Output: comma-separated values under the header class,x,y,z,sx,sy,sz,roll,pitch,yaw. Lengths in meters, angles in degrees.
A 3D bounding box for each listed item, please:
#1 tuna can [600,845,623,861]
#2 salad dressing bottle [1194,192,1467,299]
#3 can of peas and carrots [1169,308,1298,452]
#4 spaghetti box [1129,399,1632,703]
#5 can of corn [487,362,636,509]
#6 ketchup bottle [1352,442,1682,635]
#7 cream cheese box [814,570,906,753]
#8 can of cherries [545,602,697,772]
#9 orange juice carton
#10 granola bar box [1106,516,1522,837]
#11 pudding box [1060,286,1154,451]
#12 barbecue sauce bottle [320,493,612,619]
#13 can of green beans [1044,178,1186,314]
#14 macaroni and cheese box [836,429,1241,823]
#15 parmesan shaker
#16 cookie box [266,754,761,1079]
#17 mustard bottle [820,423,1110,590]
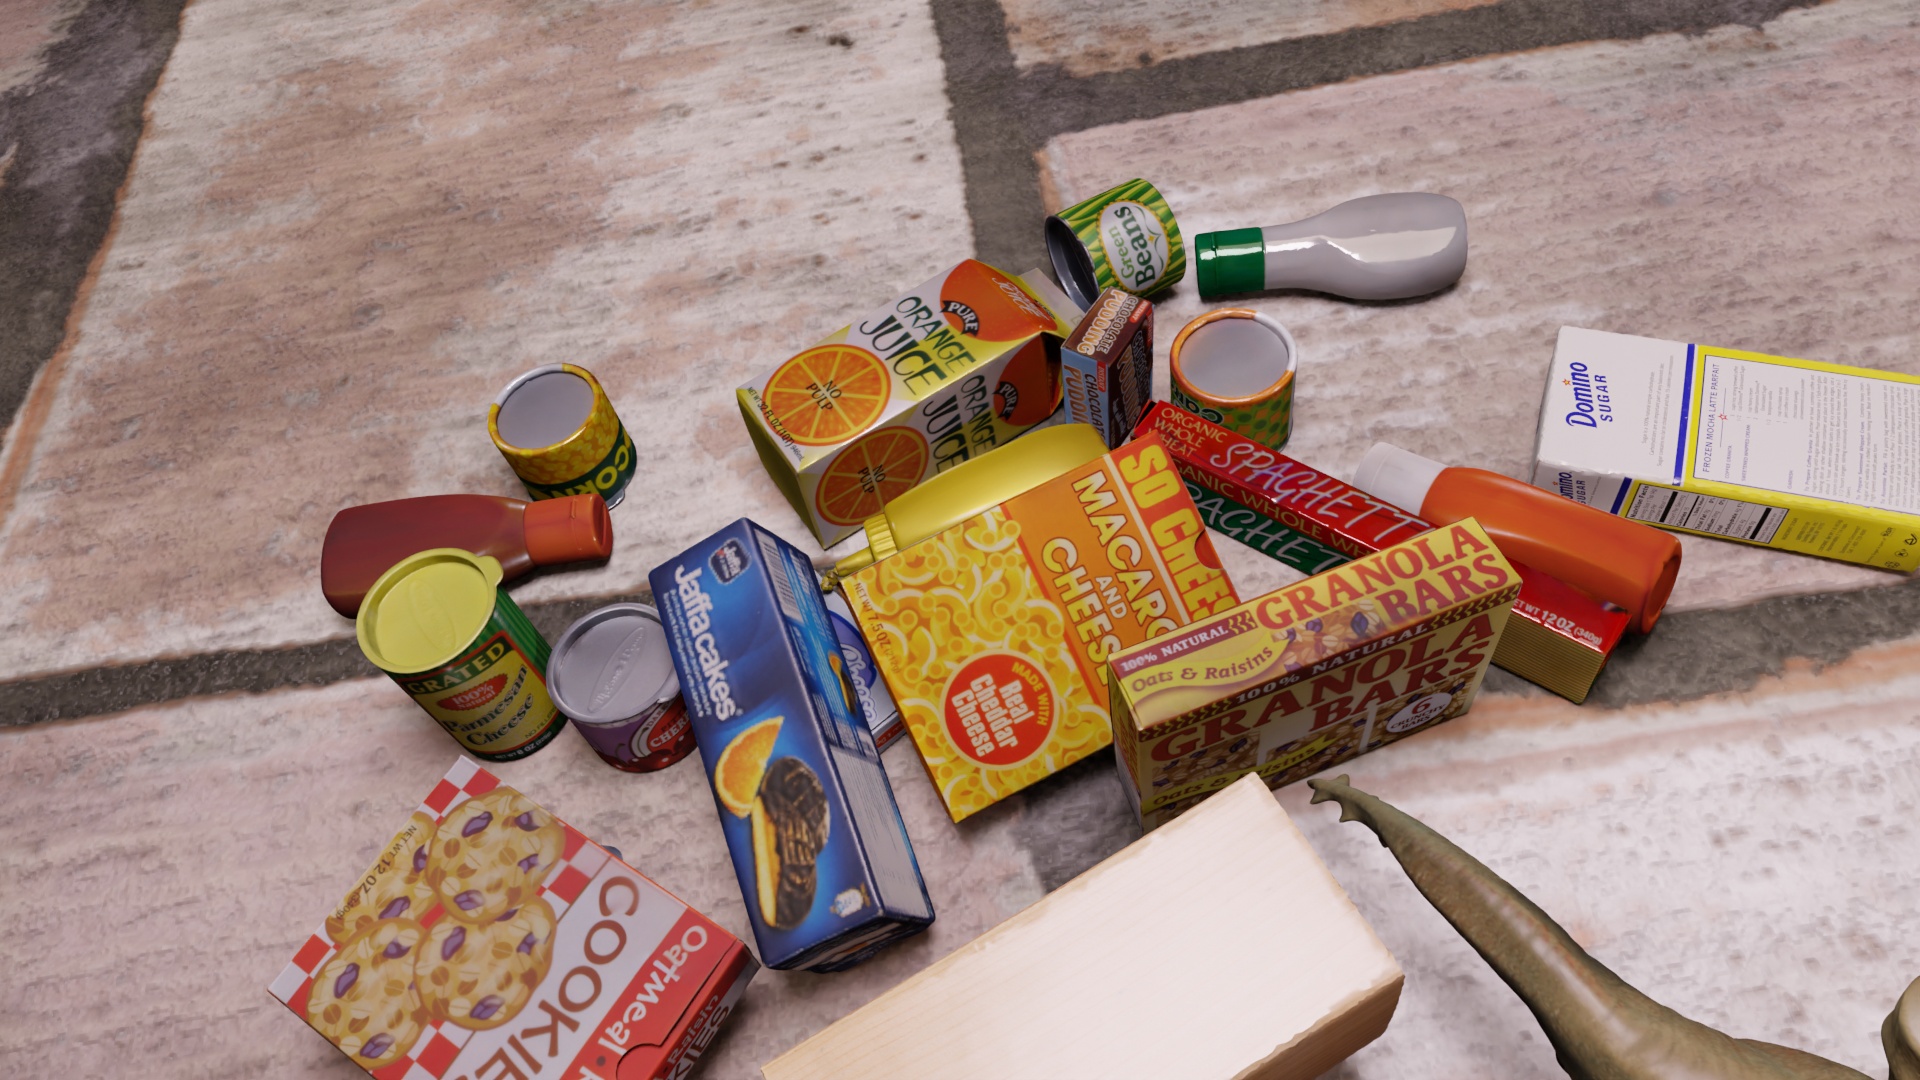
class,x,y,z,sx,sy,sz,roll,pitch,yaw
tuna can,-0.166,0.178,0.631,0.071,0.032,0.071,-4,56,7
salad dressing bottle,0.209,-0.165,0.794,0.148,0.043,0.064,-4,58,8
can of peas and carrots,0.142,-0.080,0.738,0.071,0.058,0.071,-4,56,7
spaghetti box,0.194,0.001,0.681,0.250,0.050,0.029,28,64,25
can of corn,-0.222,-0.056,0.781,0.071,0.058,0.071,-4,56,7
ketchup bottle,0.263,-0.005,0.669,0.149,0.064,0.043,27,78,33
cream cheese box,-0.066,0.062,0.697,0.053,0.024,0.104,-38,59,-16
can of cherries,-0.160,0.075,0.684,0.071,0.058,0.072,-4,55,6
orange juice carton,-0.017,-0.085,0.759,0.193,0.072,0.072,-31,57,-12
granola bar box,0.147,0.063,0.603,0.166,0.123,0.039,-20,57,-5
pudding box,0.079,-0.088,0.740,0.030,0.083,0.050,26,64,21
barbecue sauce bottle,-0.268,0.002,0.759,0.148,0.043,0.065,-9,56,3
can of green beans,0.089,-0.168,0.801,0.058,0.071,0.071,-26,56,-8
macaroni and cheese box,0.044,0.039,0.651,0.167,0.040,0.123,-26,90,-8
parmesan shaker,-0.236,0.057,0.681,0.071,0.102,0.071,-4,57,7
cookie box,-0.187,0.184,0.585,0.167,0.040,0.123,25,66,24
mustard bottle,0.003,-0.009,0.708,0.160,0.065,0.049,-19,49,-4
